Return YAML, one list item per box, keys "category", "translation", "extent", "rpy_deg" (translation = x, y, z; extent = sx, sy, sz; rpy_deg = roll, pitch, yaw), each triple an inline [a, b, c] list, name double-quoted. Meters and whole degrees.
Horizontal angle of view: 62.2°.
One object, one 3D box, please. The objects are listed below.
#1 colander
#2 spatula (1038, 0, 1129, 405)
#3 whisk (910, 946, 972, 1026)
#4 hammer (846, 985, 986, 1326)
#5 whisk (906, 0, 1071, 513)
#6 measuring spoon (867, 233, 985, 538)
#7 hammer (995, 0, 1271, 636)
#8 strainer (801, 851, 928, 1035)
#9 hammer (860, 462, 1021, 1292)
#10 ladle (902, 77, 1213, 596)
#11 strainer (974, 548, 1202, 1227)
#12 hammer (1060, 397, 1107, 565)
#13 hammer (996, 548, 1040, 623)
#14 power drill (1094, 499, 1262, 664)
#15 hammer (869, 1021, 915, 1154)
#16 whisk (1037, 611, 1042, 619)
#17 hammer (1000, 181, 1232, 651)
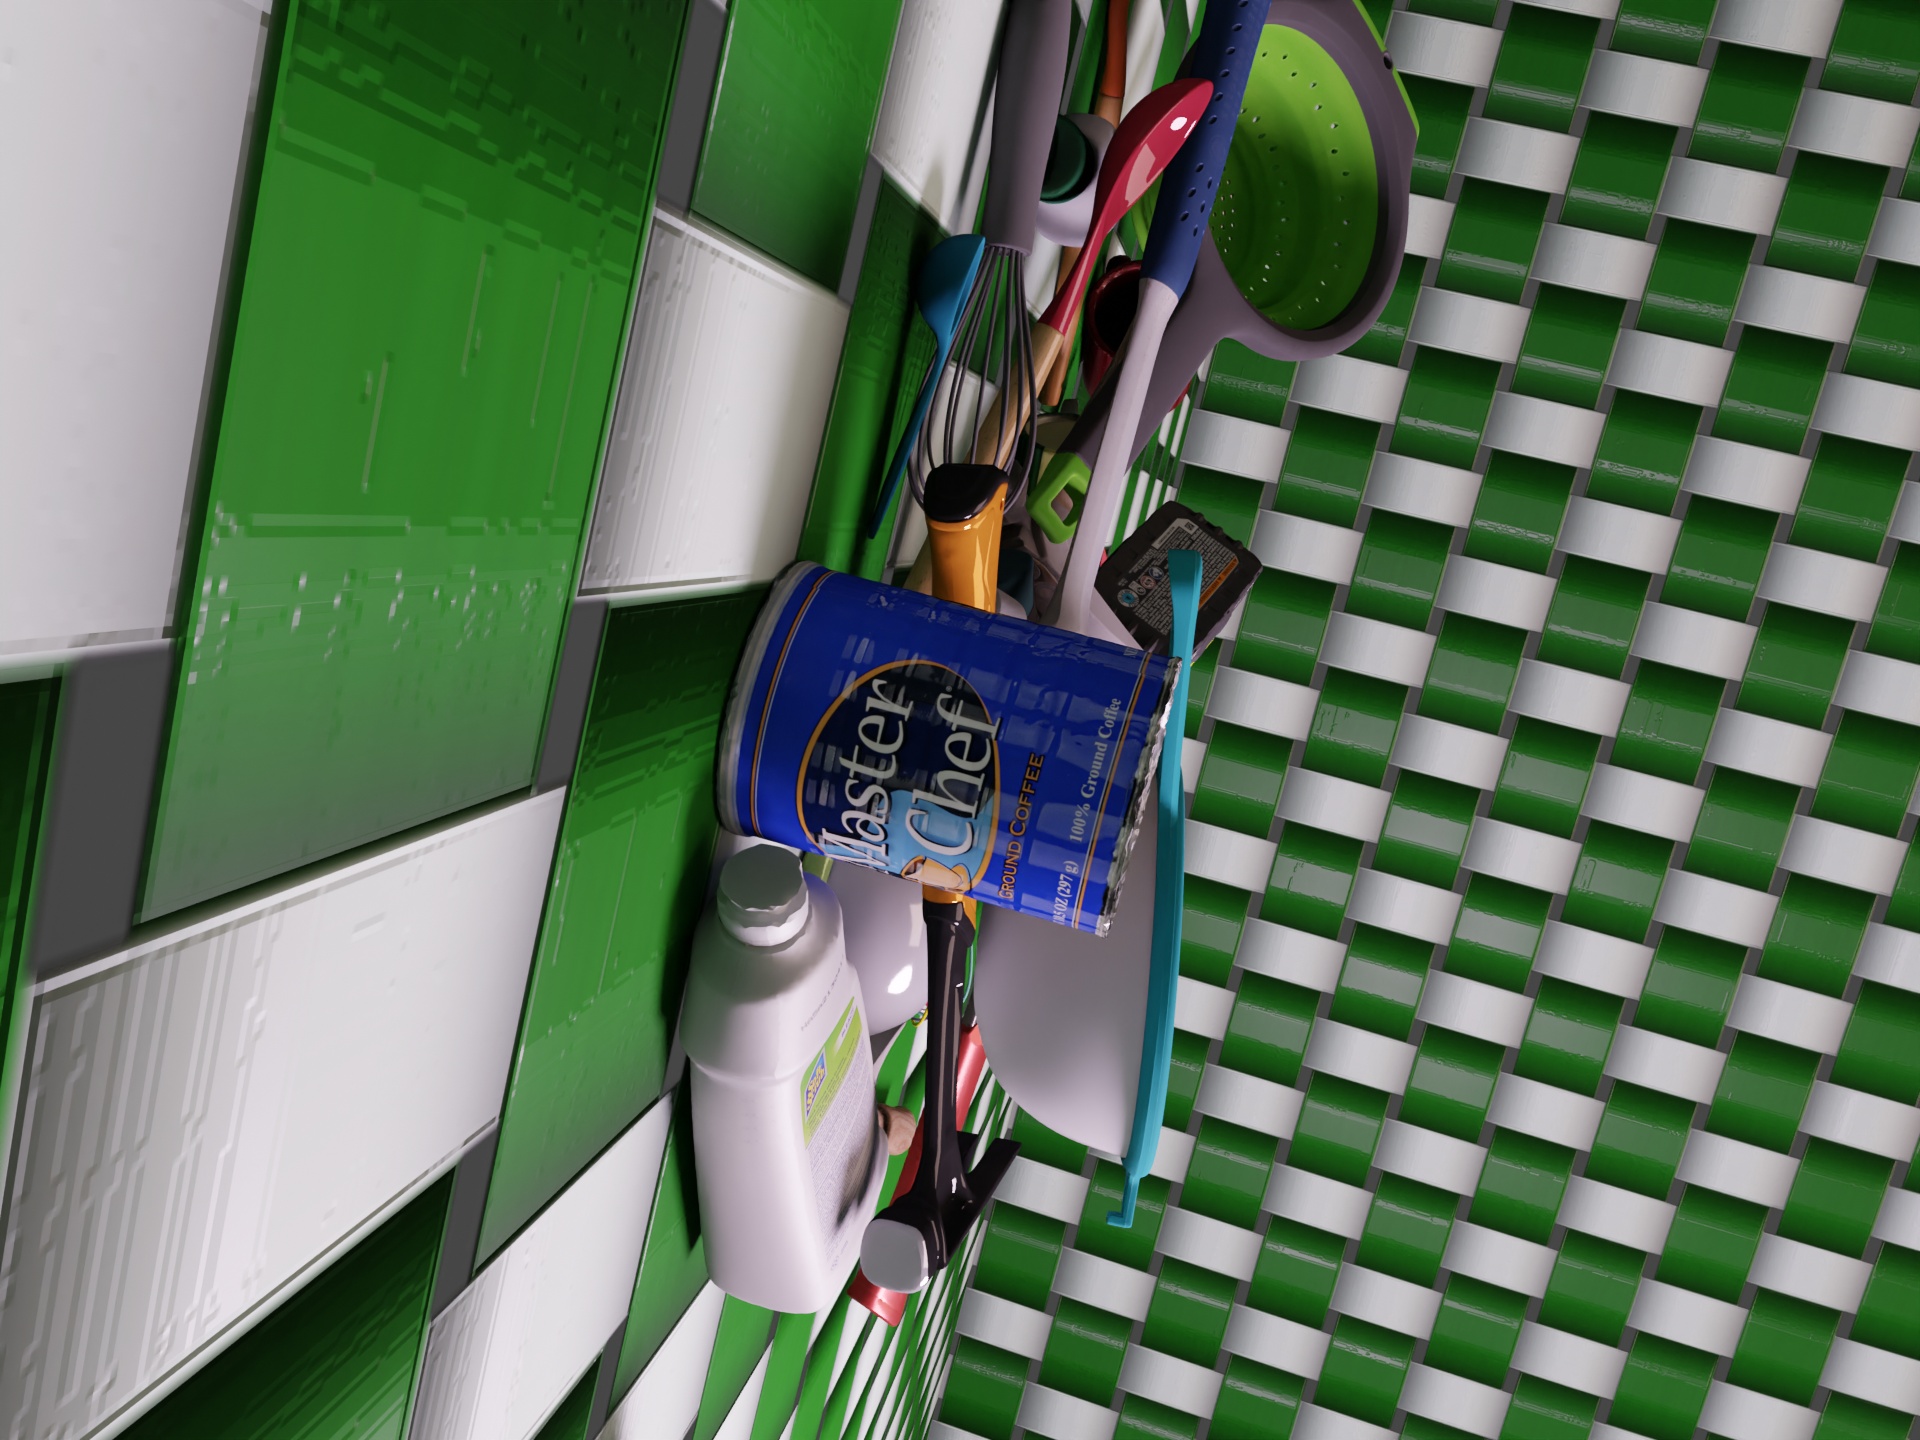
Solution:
- category: "colander"
  translation: [0.124, -0.250, 0.906]
  extent: [0.204, 0.094, 0.397]
  rpy_deg: [49, 63, -31]
- category: "spatula"
  translation: [0.092, -0.337, 0.926]
  extent: [0.081, 0.041, 0.322]
  rpy_deg: [-62, 165, -61]
- category: "whisk"
  translation: [-0.001, 0.083, 1.058]
  extent: [0.047, 0.051, 0.245]
  rpy_deg: [30, 72, -75]
- category: "hammer"
  translation: [0.006, 0.214, 1.003]
  extent: [0.149, 0.037, 0.359]
  rpy_deg: [1, 110, -59]
- category: "whisk"
  translation: [0.016, -0.199, 0.669]
  extent: [0.055, 0.055, 0.239]
  rpy_deg: [-20, 120, -80]
- category: "measuring spoon"
  translation: [-0.022, -0.135, 0.638]
  extent: [0.042, 0.021, 0.128]
  rpy_deg: [-73, -175, -72]
- category: "hammer"
  translation: [0.099, -0.202, 0.796]
  extent: [0.144, 0.035, 0.405]
  rpy_deg: [26, 76, -45]
- category: "strainer"
  translation: [-0.029, 0.057, 0.721]
  extent: [0.256, 0.069, 0.152]
  rpy_deg: [97, 11, -50]
- category: "hammer"
  translation: [-0.001, 0.061, 0.675]
  extent: [0.127, 0.034, 0.337]
  rpy_deg: [-28, 122, -68]
- category: "ladle"
  translation: [0.030, -0.153, 0.722]
  extent: [0.315, 0.031, 0.069]
  rpy_deg: [-63, 174, 0]
- category: "strainer"
  translation: [0.057, 0.066, 0.765]
  extent: [0.211, 0.095, 0.340]
  rpy_deg: [-80, 173, -54]
- category: "hammer"
  translation: [0.117, -0.078, 1.243]
  extent: [0.385, 0.038, 0.143]
  rpy_deg: [68, 26, -57]
- category: "hammer"
  translation: [0.058, 0.026, 0.892]
  extent: [0.128, 0.033, 0.330]
  rpy_deg: [-57, 146, -27]
- category: "power drill"
  translation: [0.114, -0.037, 1.062]
  extent: [0.190, 0.080, 0.228]
  rpy_deg: [-46, 169, -33]
- category: "hammer"
  translation: [-0.058, 0.259, 1.023]
  extent: [0.331, 0.031, 0.130]
  rpy_deg: [74, 32, -75]
- category: "whisk"
  translation: [0.075, 0.030, 1.177]
  extent: [0.070, 0.070, 0.285]
  rpy_deg: [69, 14, -76]
- category: "hammer"
  translation: [0.114, -0.211, 0.964]
  extent: [0.146, 0.038, 0.411]
  rpy_deg: [49, 46, -28]
